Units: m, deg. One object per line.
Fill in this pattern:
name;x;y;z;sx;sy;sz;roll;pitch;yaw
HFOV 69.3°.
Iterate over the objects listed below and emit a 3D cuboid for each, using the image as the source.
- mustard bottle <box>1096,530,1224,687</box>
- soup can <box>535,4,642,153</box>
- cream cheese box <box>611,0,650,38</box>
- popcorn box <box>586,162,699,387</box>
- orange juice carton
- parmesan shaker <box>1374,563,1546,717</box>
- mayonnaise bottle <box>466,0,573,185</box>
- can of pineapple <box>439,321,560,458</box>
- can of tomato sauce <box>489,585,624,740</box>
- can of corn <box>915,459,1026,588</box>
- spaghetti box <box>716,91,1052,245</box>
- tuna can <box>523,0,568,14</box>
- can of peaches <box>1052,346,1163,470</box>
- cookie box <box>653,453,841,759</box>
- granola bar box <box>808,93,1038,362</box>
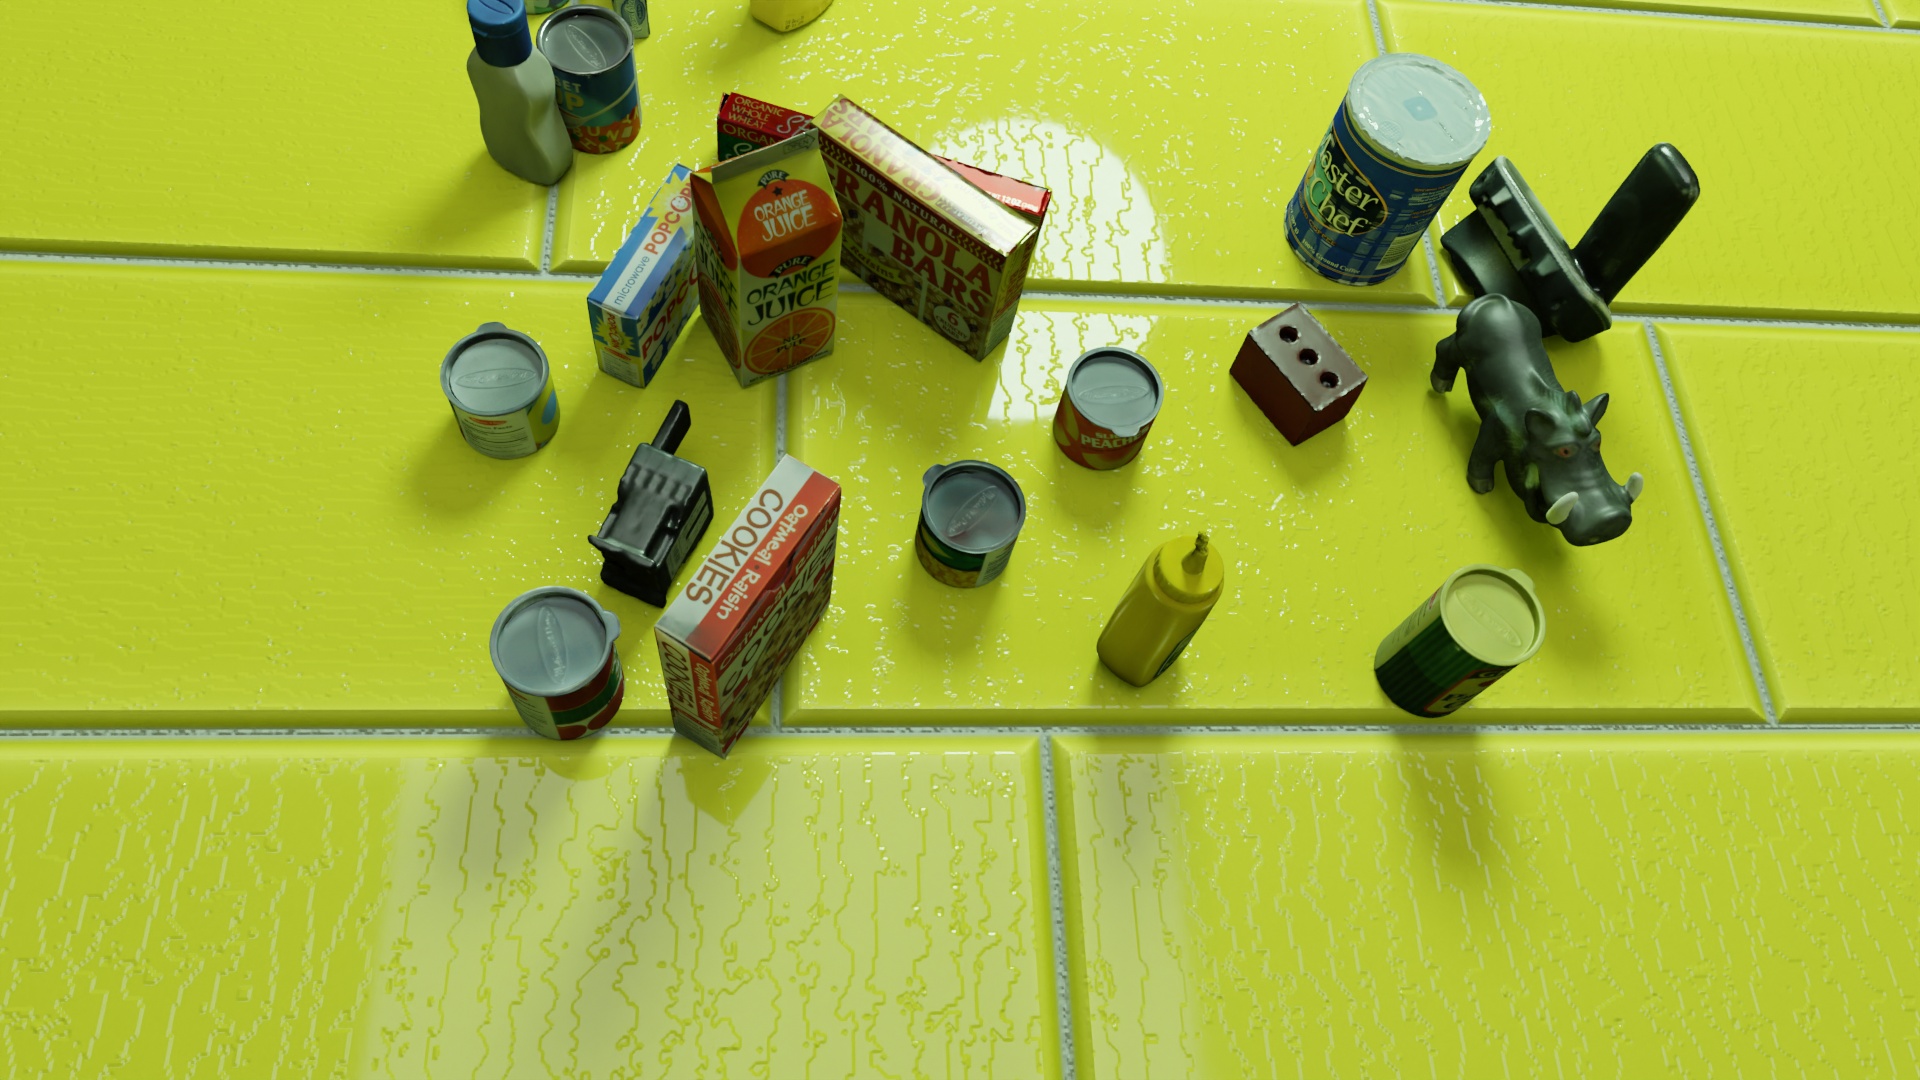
mustard bottle;0.125;0.036;0.833;0.049;0.159;0.065;39;65;11
soup can;-0.269;-0.331;1.004;0.071;0.083;0.071;3;64;-6
cream cheese box;-0.264;-0.446;1.079;0.024;0.053;0.104;-12;66;-13
popcorn box;-0.202;-0.177;0.936;0.038;0.085;0.127;23;63;3
orange juice carton;-0.125;-0.187;0.891;0.072;0.191;0.073;-25;70;-18
parmesan shaker;0.315;0.064;0.877;0.071;0.102;0.071;3;64;-6
mayonnaise bottle;-0.306;-0.311;0.953;0.065;0.147;0.041;28;64;6
can of pineapple;-0.295;-0.096;0.898;0.071;0.057;0.071;3;64;-6
can of tomato sauce;-0.231;0.072;0.809;0.071;0.082;0.071;3;64;-6
can of corn;0.003;-0.011;0.897;0.071;0.058;0.071;3;64;-6
spaghetti box;-0.059;-0.269;1.021;0.250;0.050;0.029;17;63;1
tuna can;-0.333;-0.446;1.081;0.071;0.032;0.071;3;63;-6
can of peaches;0.100;-0.087;0.948;0.071;0.057;0.071;3;64;-6
cookie box;-0.117;0.043;0.792;0.040;0.166;0.123;30;64;7
granola bar box;-0.033;-0.211;0.954;0.166;0.123;0.039;36;65;10
